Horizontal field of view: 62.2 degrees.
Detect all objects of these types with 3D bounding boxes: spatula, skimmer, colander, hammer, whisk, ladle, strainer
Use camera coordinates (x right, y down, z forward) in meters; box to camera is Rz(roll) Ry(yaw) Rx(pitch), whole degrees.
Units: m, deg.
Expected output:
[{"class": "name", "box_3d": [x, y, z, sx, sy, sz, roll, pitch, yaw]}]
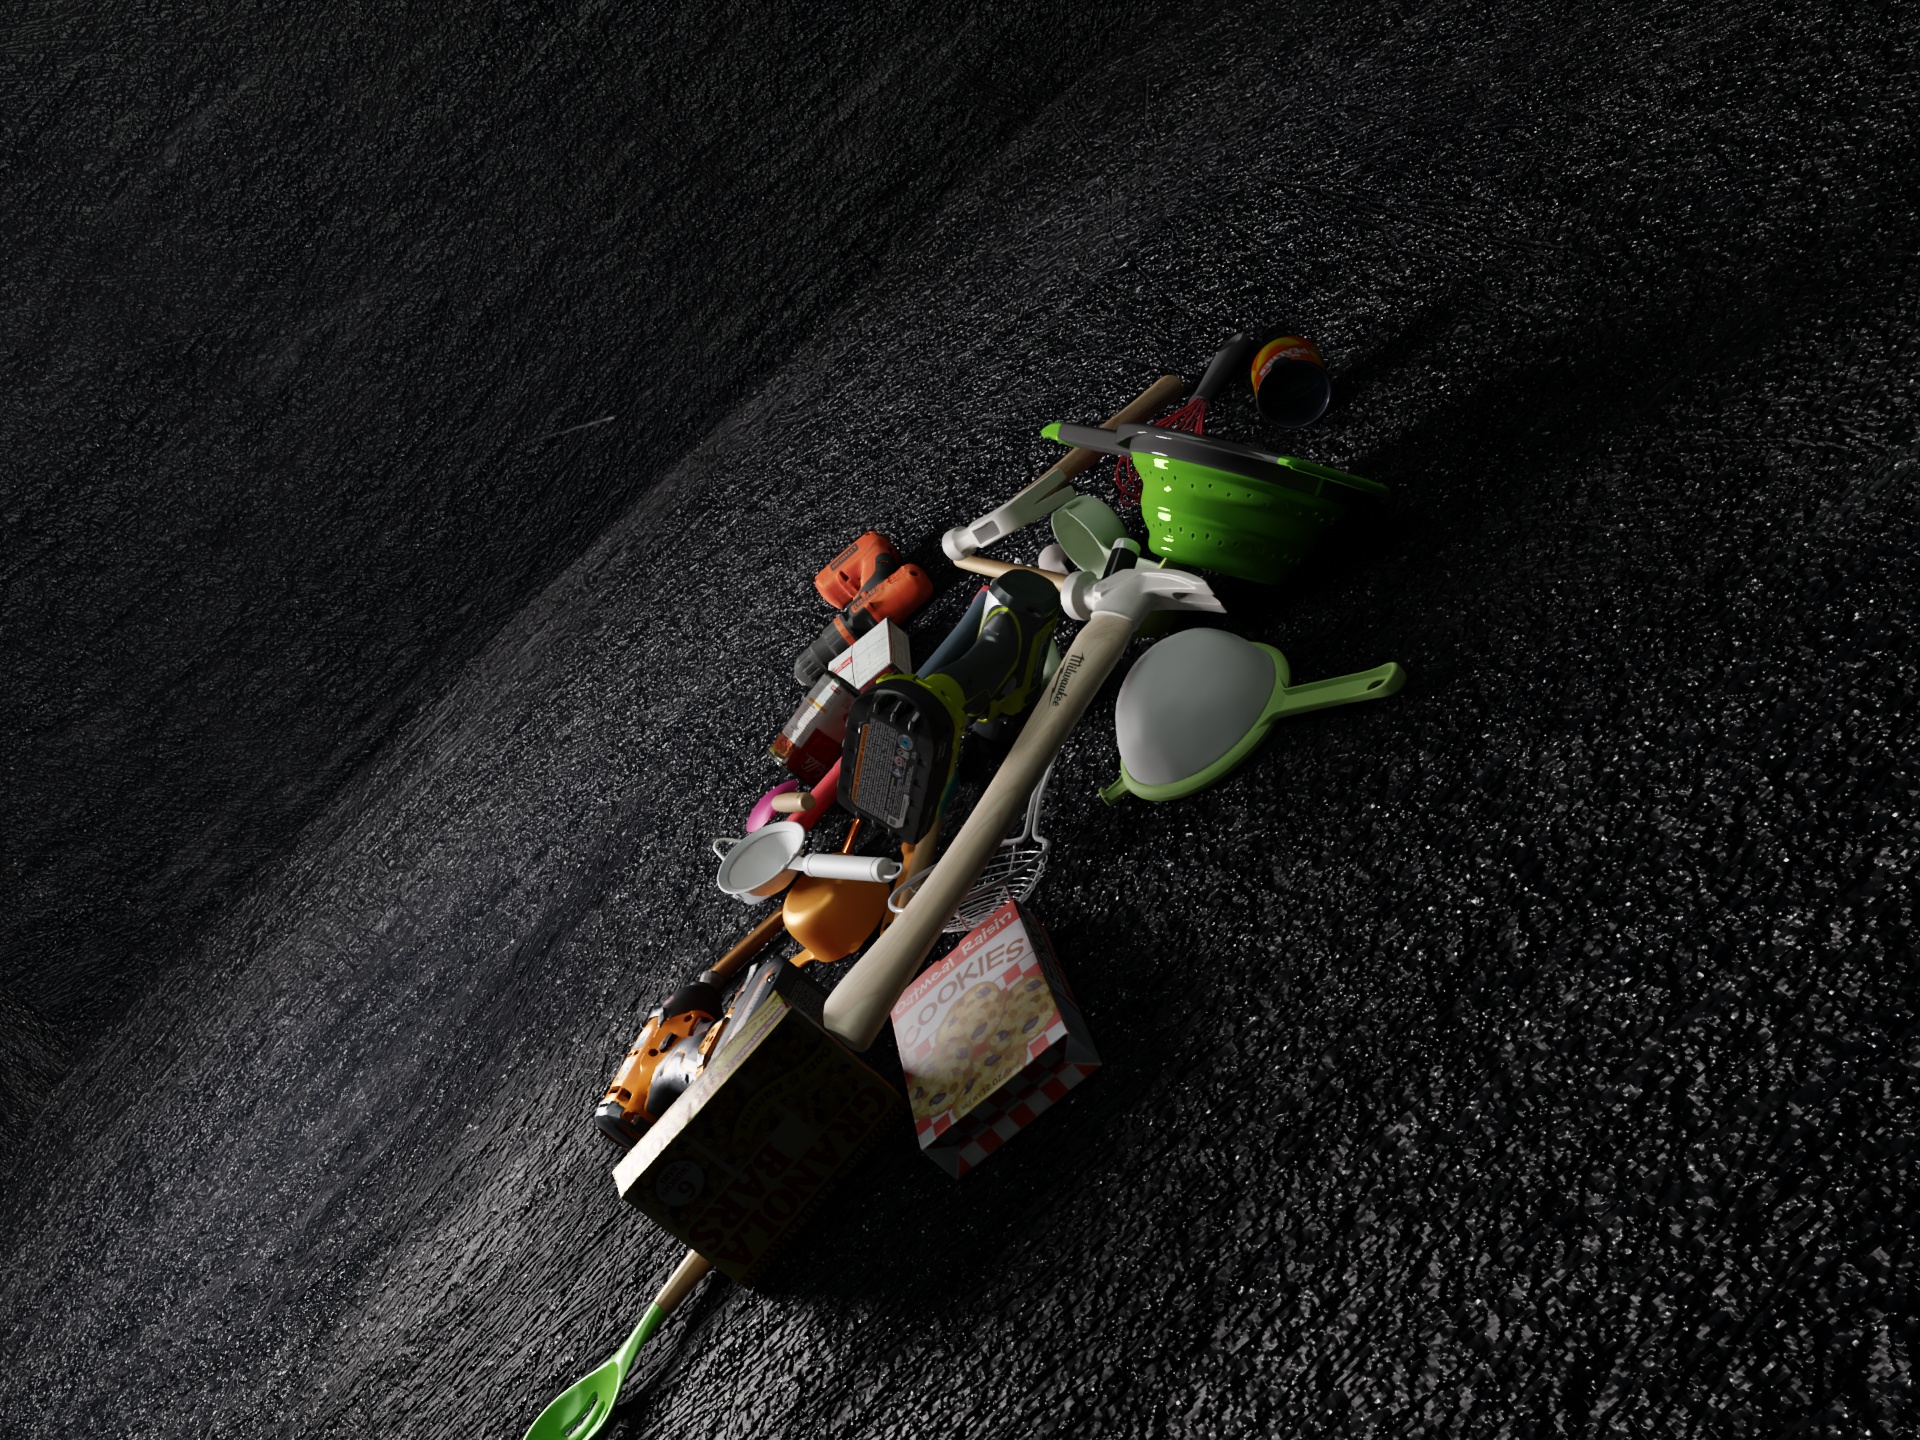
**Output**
[{"class": "spatula", "box_3d": [-0.038, 0.103, 1.319, 0.044, 0.082, 0.318, 5, 48, 12]}, {"class": "skimmer", "box_3d": [0.053, 0.001, 1.224, 0.127, 0.090, 0.363, -9, 54, 55]}, {"class": "colander", "box_3d": [0.171, -0.182, 1.305, 0.397, 0.204, 0.094, 28, 105, 58]}, {"class": "hammer", "box_3d": [-0.079, 0.017, 1.497, 0.386, 0.038, 0.143, -49, 7, -14]}, {"class": "whisk", "box_3d": [0.069, -0.079, 1.445, 0.058, 0.059, 0.247, -2, 31, -8]}, {"class": "hammer", "box_3d": [0.038, 0.054, 1.117, 0.146, 0.038, 0.411, 7, 57, 51]}, {"class": "ladle", "box_3d": [0.085, -0.128, 1.410, 0.320, 0.062, 0.078, 20, 73, 51]}, {"class": "spatula", "box_3d": [-0.179, 0.181, 1.425, 0.322, 0.041, 0.081, -43, 8, 8]}, {"class": "strainer", "box_3d": [-0.123, 0.121, 1.302, 0.258, 0.050, 0.087, -3, 39, 52]}, {"class": "hammer", "box_3d": [0.122, -0.258, 1.547, 0.130, 0.031, 0.331, -19, 18, 51]}, {"class": "strainer", "box_3d": [0.194, -0.025, 1.126, 0.256, 0.069, 0.151, -13, 39, 52]}, {"class": "whisk", "box_3d": [0.223, -0.291, 1.524, 0.073, 0.073, 0.296, -19, 28, 45]}]

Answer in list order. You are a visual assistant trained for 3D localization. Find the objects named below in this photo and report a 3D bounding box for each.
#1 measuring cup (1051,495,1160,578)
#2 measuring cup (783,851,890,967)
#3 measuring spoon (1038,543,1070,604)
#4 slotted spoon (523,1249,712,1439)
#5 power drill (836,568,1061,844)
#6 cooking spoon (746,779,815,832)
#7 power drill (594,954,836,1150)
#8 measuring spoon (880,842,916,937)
[{"class": "measuring cup", "box_3d": [0.148, -0.158, 1.431, 0.038, 0.083, 0.168, -40, 38, -17]}, {"class": "measuring cup", "box_3d": [-0.140, 0.180, 1.350, 0.173, 0.052, 0.095, -38, 25, 10]}, {"class": "measuring spoon", "box_3d": [0.094, -0.141, 1.531, 0.034, 0.018, 0.124, -38, 26, 14]}, {"class": "slotted spoon", "box_3d": [-0.193, 0.395, 1.127, 0.314, 0.031, 0.070, -51, 25, -17]}, {"class": "power drill", "box_3d": [-0.002, -0.004, 1.270, 0.223, 0.080, 0.171, -41, -28, -47]}, {"class": "cooking spoon", "box_3d": [-0.161, 0.075, 1.448, 0.069, 0.017, 0.319, -48, 8, -12]}, {"class": "power drill", "box_3d": [-0.192, 0.258, 1.279, 0.226, 0.084, 0.164, -24, 32, 47]}, {"class": "measuring spoon", "box_3d": [-0.052, 0.139, 1.326, 0.021, 0.011, 0.117, -28, 29, 32]}]
